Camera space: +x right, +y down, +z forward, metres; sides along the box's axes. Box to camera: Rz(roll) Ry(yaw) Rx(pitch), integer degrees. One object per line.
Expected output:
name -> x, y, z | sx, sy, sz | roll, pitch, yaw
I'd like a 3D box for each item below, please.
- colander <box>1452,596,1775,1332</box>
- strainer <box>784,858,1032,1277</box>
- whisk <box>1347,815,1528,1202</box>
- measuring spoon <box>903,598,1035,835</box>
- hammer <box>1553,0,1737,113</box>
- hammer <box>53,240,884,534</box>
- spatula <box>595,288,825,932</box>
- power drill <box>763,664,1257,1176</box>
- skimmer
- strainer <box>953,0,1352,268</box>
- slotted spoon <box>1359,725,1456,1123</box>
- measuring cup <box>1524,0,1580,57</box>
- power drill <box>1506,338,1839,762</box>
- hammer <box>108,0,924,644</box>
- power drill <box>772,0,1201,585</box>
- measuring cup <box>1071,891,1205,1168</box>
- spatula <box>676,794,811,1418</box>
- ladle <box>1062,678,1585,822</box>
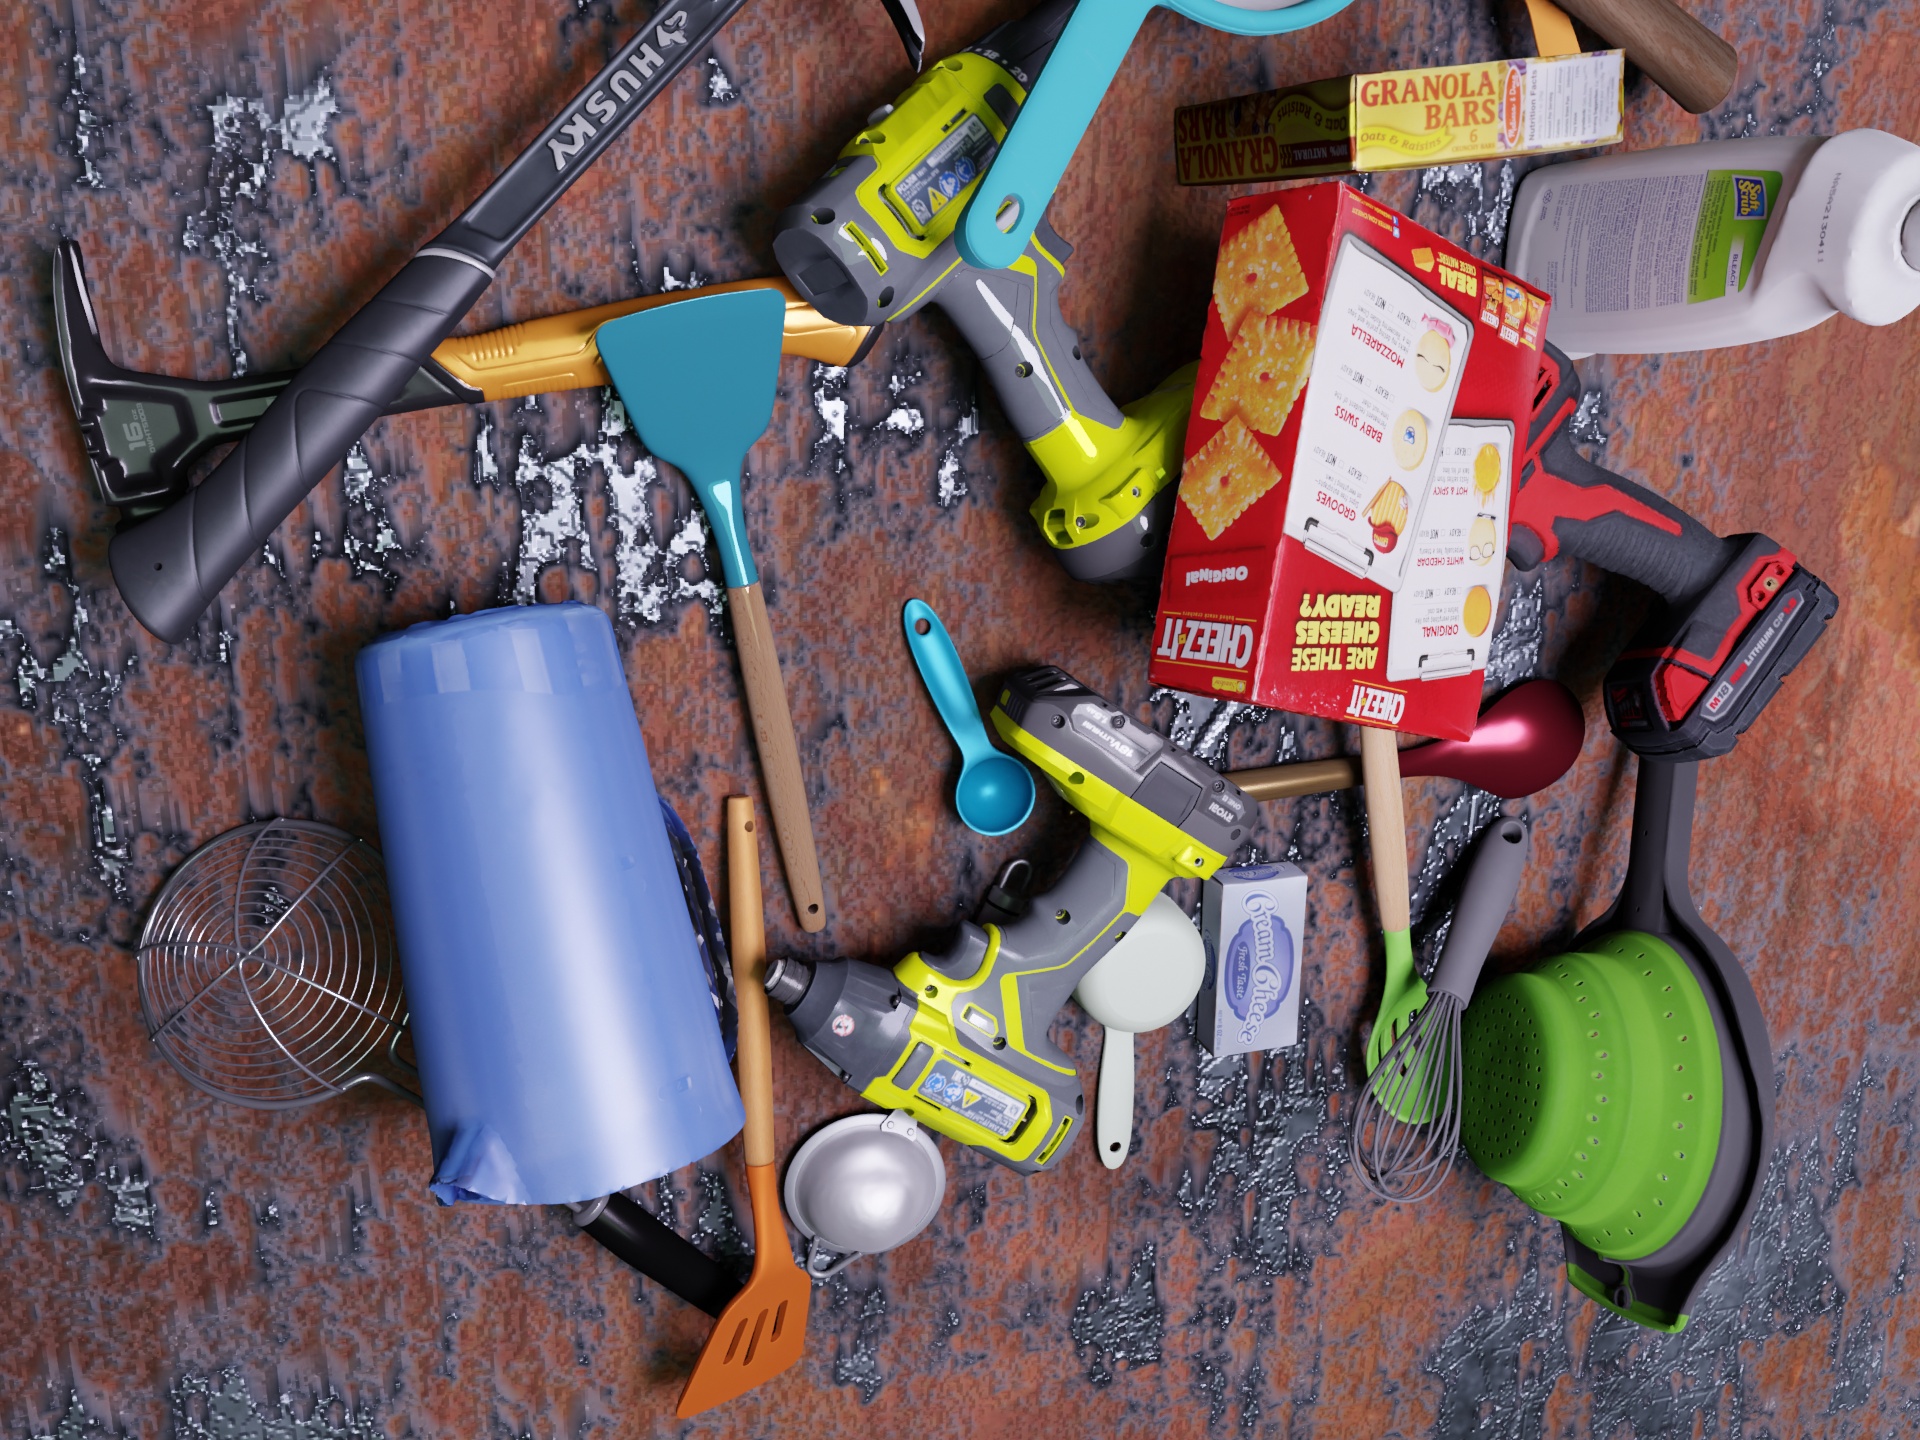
colander -> 0.343, 0.116, 0.866 | 0.094, 0.204, 0.397 | 9, 84, -9
strainer -> -0.021, 0.189, 0.833 | 0.086, 0.050, 0.258 | 23, 94, -17
whisk -> 0.266, 0.150, 0.858 | 0.055, 0.055, 0.239 | 41, 62, -23
measuring spoon -> -0.001, -0.003, 0.800 | 0.042, 0.021, 0.128 | -25, 102, -11
hammer -> 0.235, -0.352, 0.686 | 0.331, 0.031, 0.130 | 16, 92, -33
hammer -> -0.198, -0.162, 0.683 | 0.337, 0.034, 0.127 | -12, 109, -13
spatula -> -0.095, -0.036, 0.738 | 0.082, 0.044, 0.317 | -16, 113, -16
power drill -> 0.025, 0.093, 0.771 | 0.171, 0.080, 0.223 | 32, 94, -18
skimmer -> -0.229, 0.190, 0.775 | 0.127, 0.090, 0.362 | -46, 123, -8
strainer -> 0.066, -0.336, 0.661 | 0.210, 0.095, 0.340 | 30, 85, -32
slotted spoon -> 0.237, 0.089, 0.870 | 0.070, 0.031, 0.313 | -24, 117, -23
measuring cup -> 0.258, -0.354, 0.757 | 0.095, 0.052, 0.173 | -32, 114, -6
power drill -> 0.312, -0.082, 0.809 | 0.219, 0.078, 0.143 | 39, 87, -1
hammer -> -0.183, -0.191, 0.632 | 0.149, 0.036, 0.409 | 41, 86, -3
power drill -> 0.050, -0.194, 0.717 | 0.190, 0.080, 0.228 | -48, 113, -19
measuring cup -> 0.093, 0.174, 0.861 | 0.083, 0.038, 0.167 | -2, 104, -16
spatula -> -0.109, 0.196, 0.802 | 0.081, 0.041, 0.322 | -8, 99, -44
ladle -> 0.206, 0.027, 0.863 | 0.315, 0.031, 0.069 | -8, 109, -13
